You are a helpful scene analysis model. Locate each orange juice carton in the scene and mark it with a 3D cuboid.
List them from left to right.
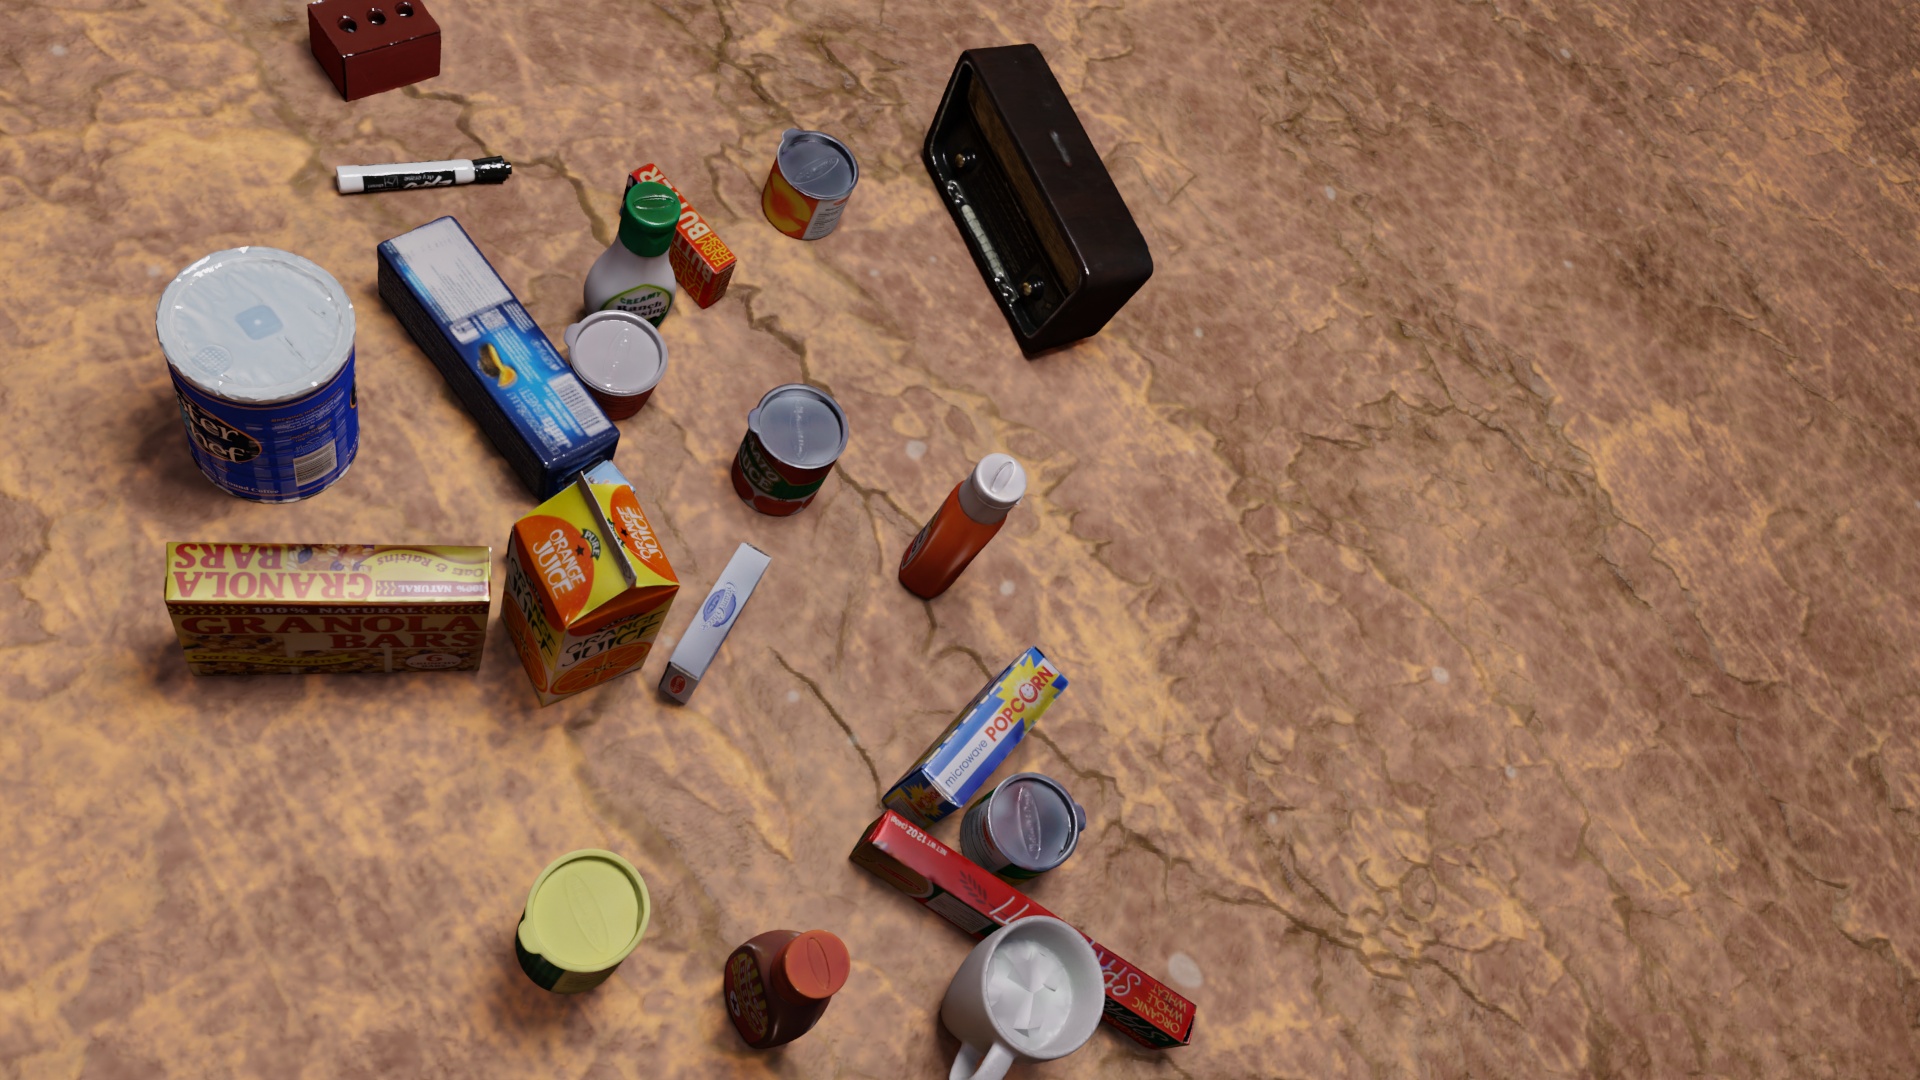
[{"bbox_3d":[-0.225,0.029,0.839,0.073,0.191,0.072,-22,76,-29],"label":"orange juice carton"}]

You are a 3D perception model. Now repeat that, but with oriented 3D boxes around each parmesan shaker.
[{"bbox_3d":[-0.222,0.222,0.799,0.071,0.102,0.071,9,63,-18],"label":"parmesan shaker"}]

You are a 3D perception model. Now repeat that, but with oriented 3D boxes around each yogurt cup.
[{"bbox_3d":[-0.245,-0.121,0.984,0.072,0.053,0.072,9,63,-18],"label":"yogurt cup"}]

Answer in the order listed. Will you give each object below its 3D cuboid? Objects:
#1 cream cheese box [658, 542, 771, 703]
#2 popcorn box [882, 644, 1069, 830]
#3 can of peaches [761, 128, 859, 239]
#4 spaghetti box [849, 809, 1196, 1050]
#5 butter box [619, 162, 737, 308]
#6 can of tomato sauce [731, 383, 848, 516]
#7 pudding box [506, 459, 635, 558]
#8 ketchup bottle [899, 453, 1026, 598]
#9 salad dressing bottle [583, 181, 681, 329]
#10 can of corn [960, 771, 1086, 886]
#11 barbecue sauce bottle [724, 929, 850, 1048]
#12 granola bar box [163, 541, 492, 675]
[{"bbox_3d":[-0.165,0.055,0.932,0.024,0.053,0.104,31,58,-6],"label":"cream cheese box"},{"bbox_3d":[0.010,0.136,0.945,0.038,0.085,0.127,44,58,2],"label":"popcorn box"},{"bbox_3d":[-0.122,-0.285,1.109,0.071,0.057,0.071,9,63,-18],"label":"can of peaches"},{"bbox_3d":[0.042,0.260,0.919,0.250,0.050,0.029,33,58,-4],"label":"spaghetti box"},{"bbox_3d":[-0.213,-0.230,1.049,0.024,0.053,0.103,-38,84,-31],"label":"butter box"},{"bbox_3d":[-0.124,-0.063,0.987,0.071,0.082,0.071,9,63,-18],"label":"can of tomato sauce"},{"bbox_3d":[-0.260,-0.013,0.928,0.030,0.049,0.084,46,58,4],"label":"pudding box"},{"bbox_3d":[0.003,-0.012,0.976,0.043,0.148,0.065,35,58,-4],"label":"ketchup bottle"},{"bbox_3d":[-0.226,-0.192,0.970,0.064,0.147,0.044,-11,71,-26],"label":"salad dressing bottle"},{"bbox_3d":[0.042,0.197,0.944,0.071,0.058,0.071,9,63,-18],"label":"can of corn"},{"bbox_3d":[-0.100,0.255,0.806,0.044,0.148,0.065,-11,71,-26],"label":"barbecue sauce bottle"},{"bbox_3d":[-0.365,0.042,0.816,0.166,0.123,0.039,1,66,-22],"label":"granola bar box"}]
